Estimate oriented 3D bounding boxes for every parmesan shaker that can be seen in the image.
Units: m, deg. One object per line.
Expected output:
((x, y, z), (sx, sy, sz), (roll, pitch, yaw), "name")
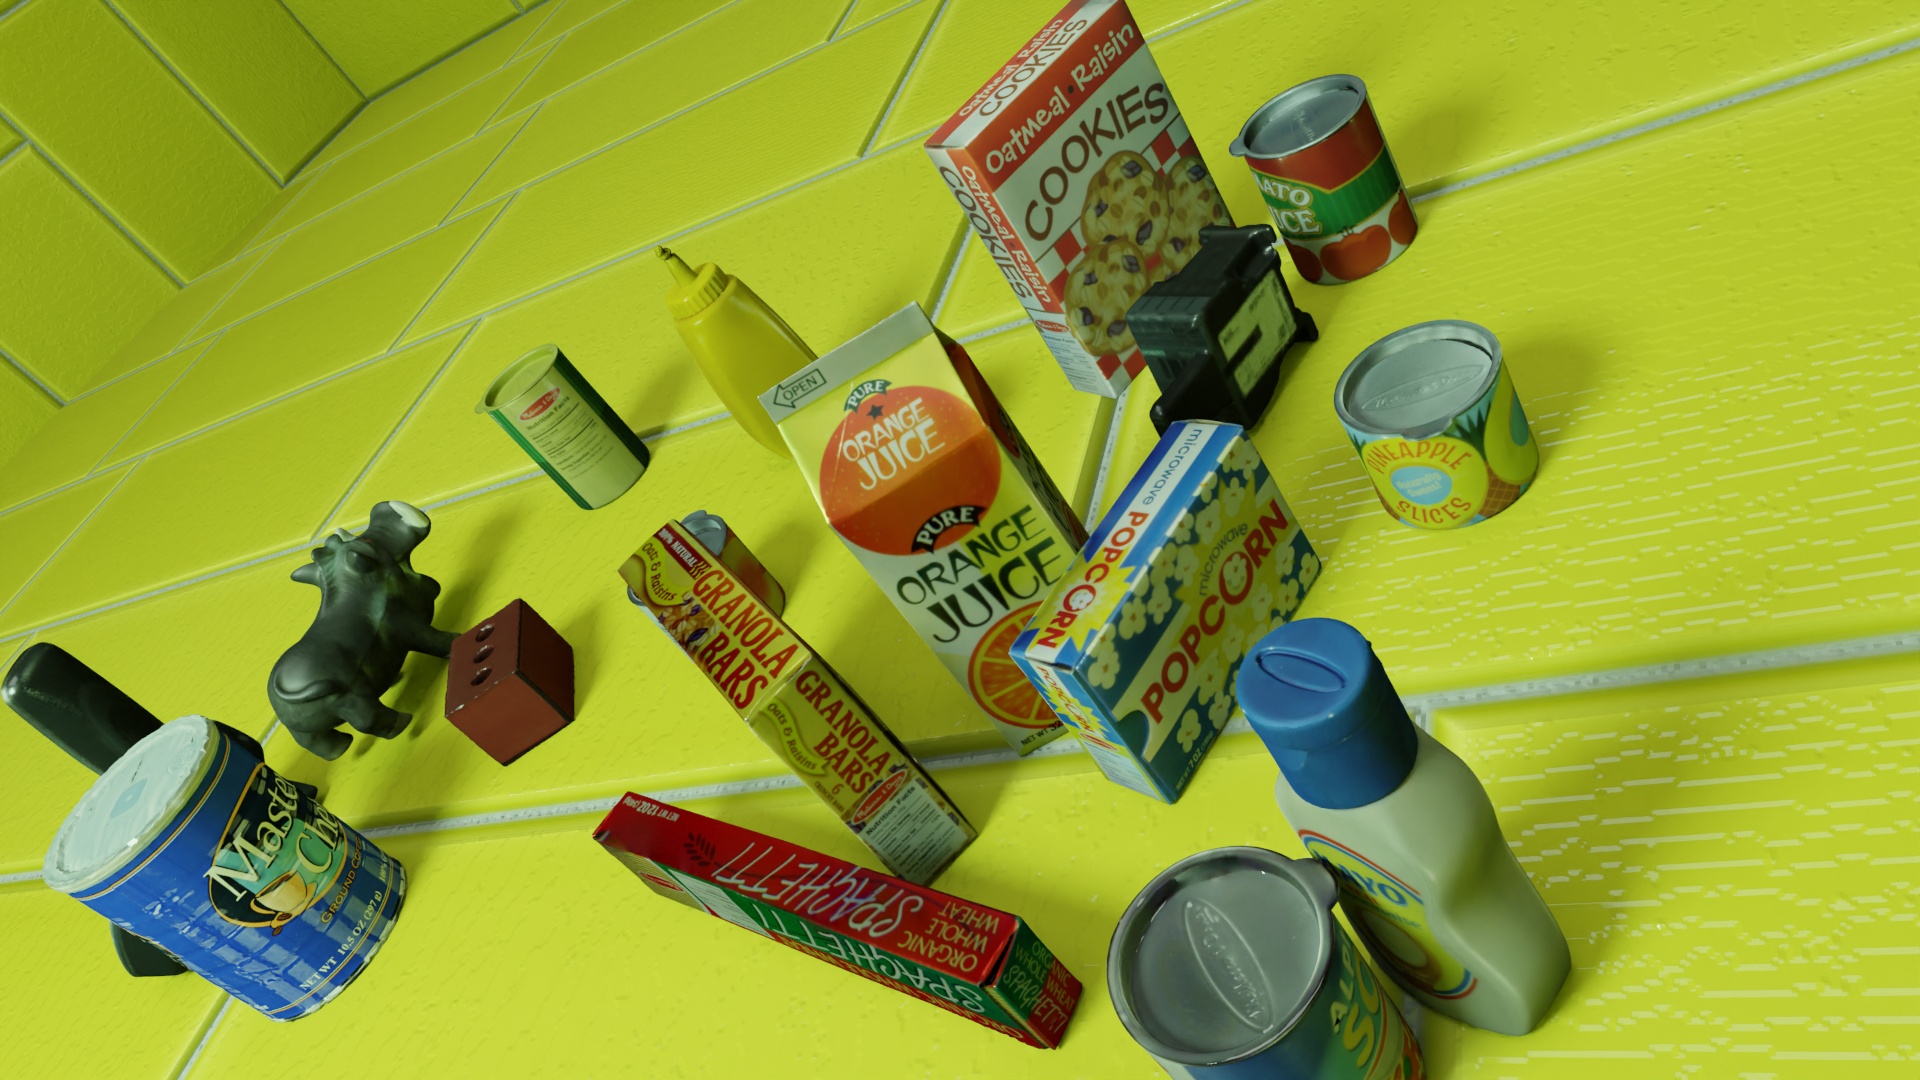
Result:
((-0.279, -0.077, 0.978), (0.071, 0.102, 0.072), (-24, 36, 19), "parmesan shaker")

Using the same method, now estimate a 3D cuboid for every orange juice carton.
((0.002, -0.007, 0.562), (0.072, 0.192, 0.073), (-31, 34, 10), "orange juice carton")

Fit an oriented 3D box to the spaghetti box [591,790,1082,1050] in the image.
((-0.060, 0.147, 0.560), (0.250, 0.050, 0.029), (4, 51, 44), "spaghetti box")

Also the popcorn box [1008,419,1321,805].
((0.084, 0.026, 0.546), (0.038, 0.085, 0.127), (10, 55, 48), "popcorn box")

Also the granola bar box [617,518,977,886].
((-0.074, 0.067, 0.603), (0.039, 0.124, 0.166), (-43, 34, -10), "granola bar box")

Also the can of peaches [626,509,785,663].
((-0.139, 0.027, 0.768), (0.071, 0.058, 0.071), (-24, 36, 19), "can of peaches")

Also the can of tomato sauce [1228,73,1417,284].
((0.186, -0.181, 0.707), (0.071, 0.083, 0.071), (-24, 36, 19), "can of tomato sauce")

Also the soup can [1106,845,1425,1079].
((0.093, 0.138, 0.404), (0.071, 0.083, 0.072), (-24, 36, 19), "soup can")

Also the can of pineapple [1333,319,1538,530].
((0.192, -0.045, 0.560), (0.071, 0.057, 0.071), (-24, 36, 19), "can of pineapple")

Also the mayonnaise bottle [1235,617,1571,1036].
((0.121, 0.081, 0.389), (0.041, 0.147, 0.065), (-49, 35, -17), "mayonnaise bottle")

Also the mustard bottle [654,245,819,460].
((-0.135, -0.122, 0.852), (0.065, 0.159, 0.049), (-42, 34, -8), "mustard bottle")

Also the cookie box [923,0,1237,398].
((0.070, -0.179, 0.731), (0.123, 0.167, 0.040), (-48, 35, -16), "cookie box")
